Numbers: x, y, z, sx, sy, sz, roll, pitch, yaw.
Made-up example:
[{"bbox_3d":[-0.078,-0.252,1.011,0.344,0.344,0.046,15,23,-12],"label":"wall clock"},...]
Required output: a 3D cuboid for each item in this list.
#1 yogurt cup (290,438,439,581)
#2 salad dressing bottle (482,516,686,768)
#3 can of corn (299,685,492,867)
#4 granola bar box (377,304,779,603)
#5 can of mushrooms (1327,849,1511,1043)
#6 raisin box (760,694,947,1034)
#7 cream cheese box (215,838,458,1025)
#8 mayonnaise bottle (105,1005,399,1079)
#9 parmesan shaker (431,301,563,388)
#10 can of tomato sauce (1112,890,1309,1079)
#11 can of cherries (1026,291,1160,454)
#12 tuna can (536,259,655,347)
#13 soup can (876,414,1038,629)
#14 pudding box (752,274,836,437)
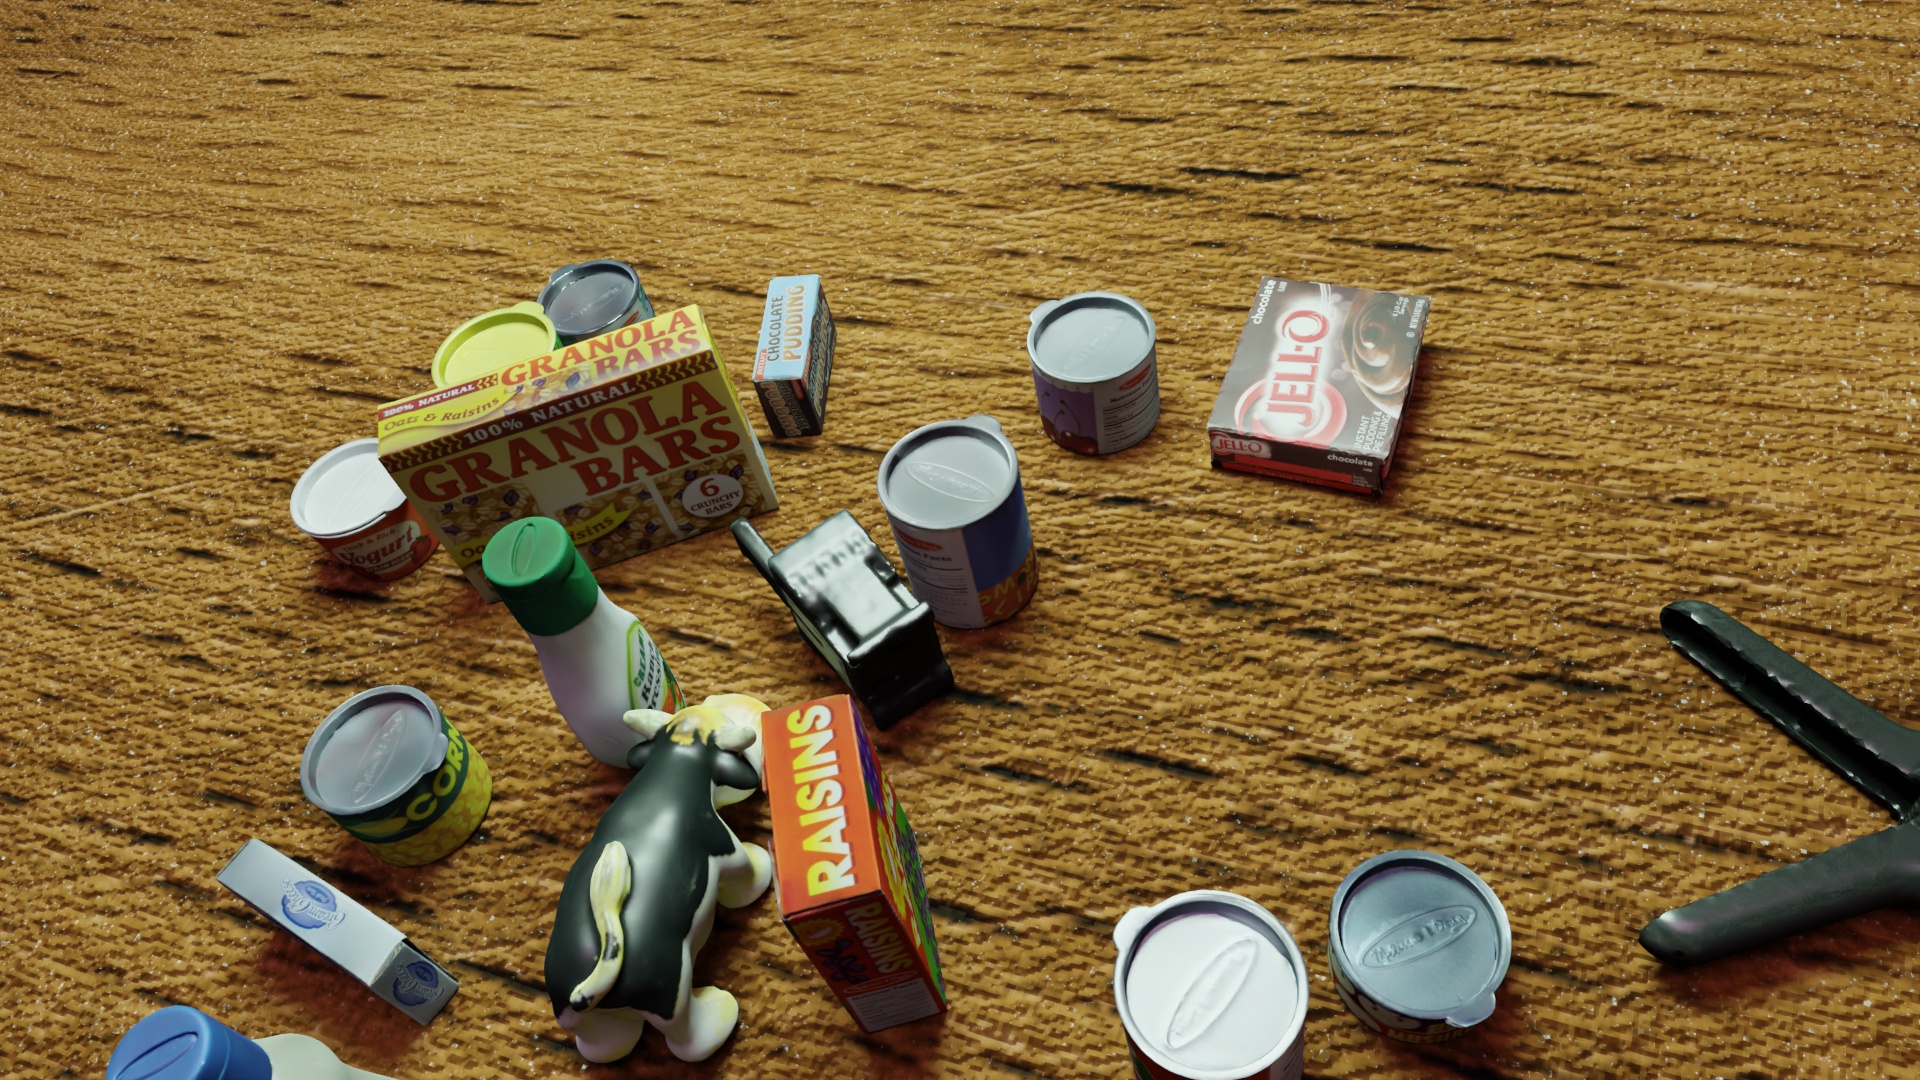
[{"bbox_3d":[-0.323,-0.014,0.764,0.072,0.053,0.073,-6,52,8],"label":"yogurt cup"},{"bbox_3d":[-0.166,0.048,0.622,0.044,0.147,0.064,-8,52,6],"label":"salad dressing bottle"},{"bbox_3d":[-0.259,0.111,0.649,0.071,0.058,0.071,-6,52,8],"label":"can of corn"},{"bbox_3d":[-0.191,-0.042,0.712,0.166,0.123,0.039,-19,51,-3],"label":"granola bar box"},{"bbox_3d":[0.177,0.159,0.535,0.071,0.033,0.071,-6,52,8],"label":"can of mushrooms"},{"bbox_3d":[-0.042,0.129,0.547,0.040,0.122,0.086,-14,51,1],"label":"raisin box"},{"bbox_3d":[-0.272,0.171,0.608,0.104,0.053,0.024,21,60,25],"label":"cream cheese box"},{"bbox_3d":[-0.250,0.213,0.510,0.065,0.147,0.041,-29,52,-11],"label":"mayonnaise bottle"},{"bbox_3d":[-0.230,-0.068,0.755,0.071,0.102,0.072,-6,52,8],"label":"parmesan shaker"},{"bbox_3d":[0.091,0.175,0.509,0.071,0.082,0.071,-6,52,8],"label":"can of tomato sauce"},{"bbox_3d":[0.070,-0.090,0.736,0.071,0.058,0.072,-6,52,8],"label":"can of cherries"},{"bbox_3d":[-0.225,-0.140,0.855,0.071,0.032,0.071,-6,52,8],"label":"tuna can"},{"bbox_3d":[0.002,-0.008,0.671,0.071,0.083,0.072,-6,52,8],"label":"soup can"},{"bbox_3d":[-0.094,-0.106,0.789,0.030,0.049,0.084,-4,52,9],"label":"pudding box"}]
